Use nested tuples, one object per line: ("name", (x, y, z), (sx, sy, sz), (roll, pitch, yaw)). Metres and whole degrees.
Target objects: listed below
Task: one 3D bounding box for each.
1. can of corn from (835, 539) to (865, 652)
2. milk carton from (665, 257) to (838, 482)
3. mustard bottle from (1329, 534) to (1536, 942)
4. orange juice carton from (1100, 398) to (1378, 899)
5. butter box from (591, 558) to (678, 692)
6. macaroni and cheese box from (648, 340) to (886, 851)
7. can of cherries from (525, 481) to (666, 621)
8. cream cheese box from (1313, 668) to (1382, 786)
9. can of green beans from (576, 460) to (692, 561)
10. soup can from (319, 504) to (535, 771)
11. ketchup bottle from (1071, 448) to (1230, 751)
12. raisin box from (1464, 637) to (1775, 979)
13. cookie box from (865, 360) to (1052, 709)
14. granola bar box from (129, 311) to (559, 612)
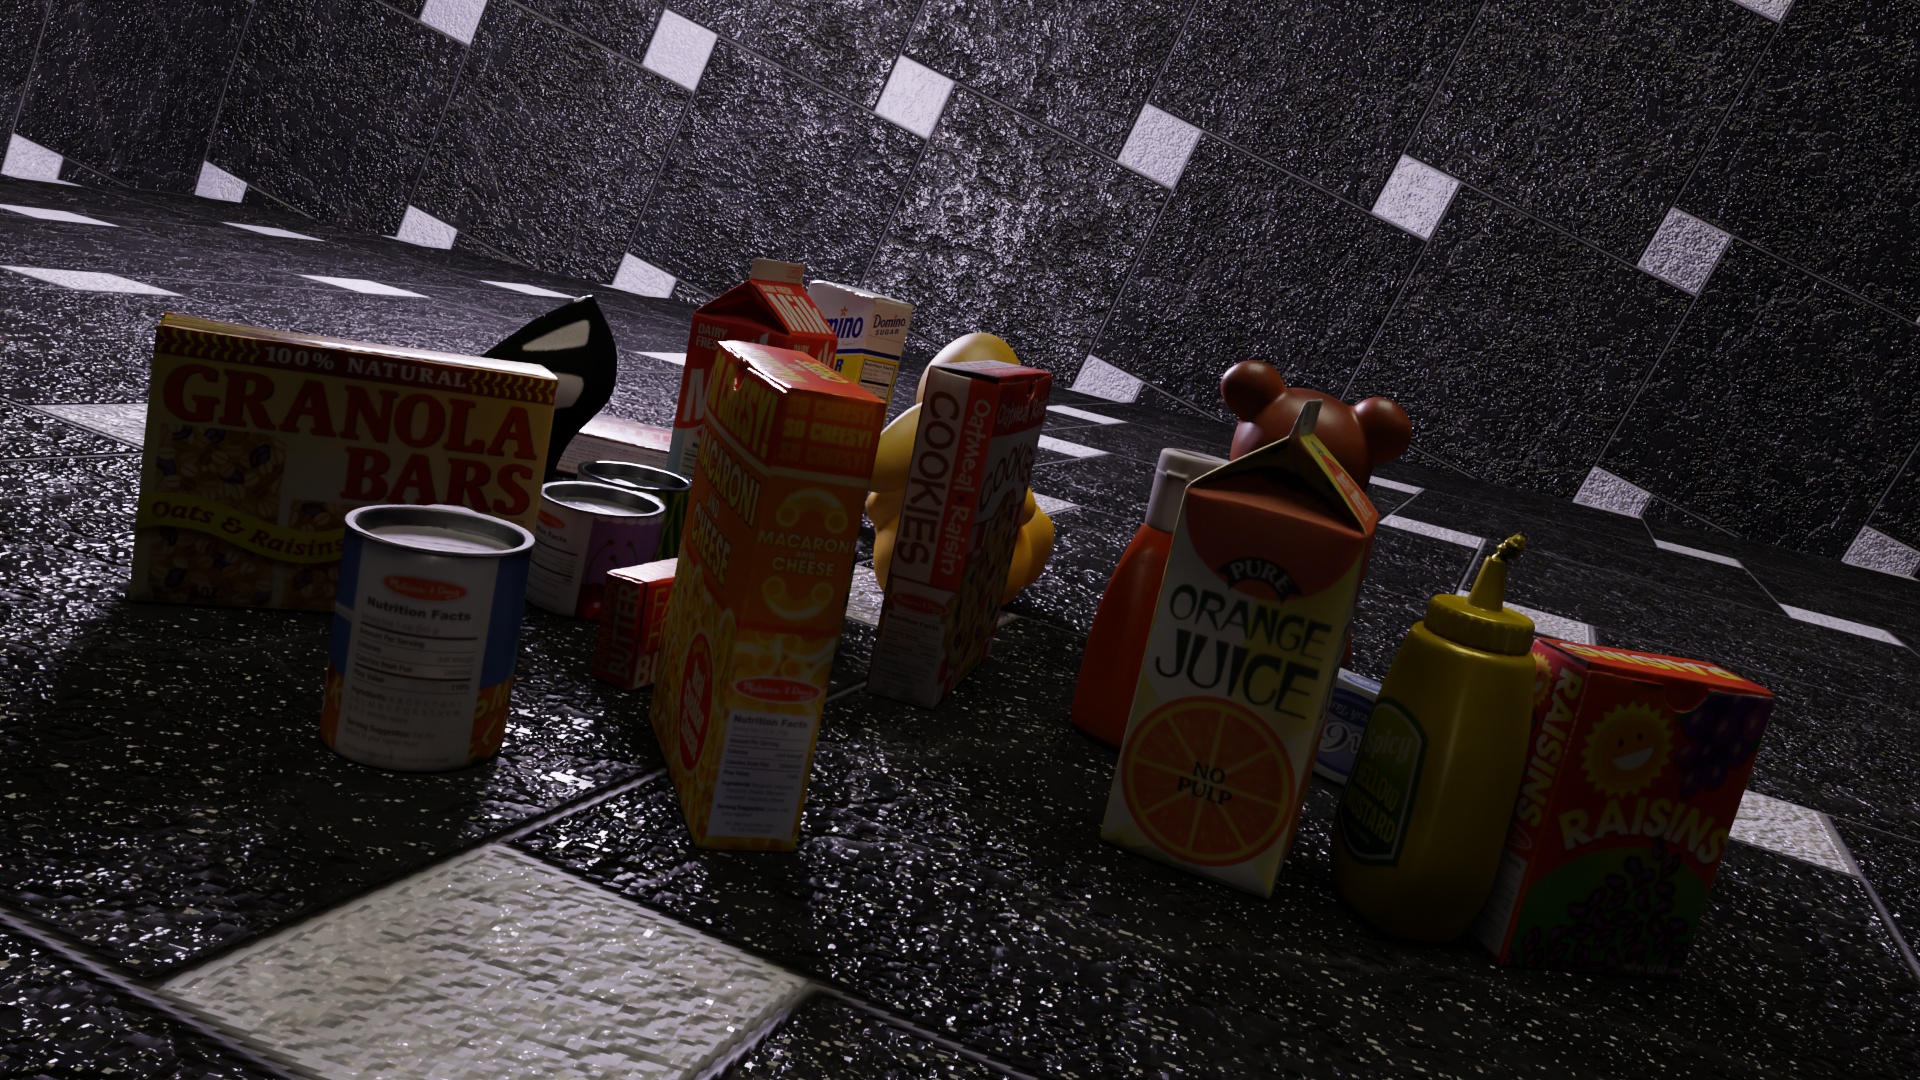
("can of corn", (-0.089, 0.026, 0.738), (0.071, 0.058, 0.071), (12, 11, -2))
("milk carton", (-0.135, -0.088, 0.906), (0.073, 0.190, 0.072), (16, 11, 18))
("mustard bottle", (0.189, 0.073, 0.541), (0.049, 0.159, 0.065), (9, 11, -16))
("orange juice carton", (0.120, 0.036, 0.566), (0.073, 0.192, 0.072), (16, 11, 18))
("butter box", (-0.130, 0.035, 0.662), (0.024, 0.053, 0.104), (17, 12, 24))
("macaroni and cheese box", (-0.079, 0.015, 0.529), (0.040, 0.166, 0.124), (8, 12, -22))
("can of cherries", (-0.191, 0.005, 0.731), (0.071, 0.058, 0.071), (12, 11, -2))
("cream cheese box", (0.201, 0.097, 0.702), (0.104, 0.053, 0.024), (22, 15, 41))
("can of green beans", (-0.193, -0.010, 0.806), (0.071, 0.057, 0.071), (12, 11, -2))
("soup can", (-0.199, 0.034, 0.519), (0.071, 0.083, 0.071), (12, 11, -2))
("ketchup bottle", (0.099, 0.030, 0.682), (0.065, 0.148, 0.043), (19, 13, 33))
("raisin box", (0.253, 0.105, 0.543), (0.086, 0.123, 0.040), (9, 11, -14))
("cookie box", (0.003, -0.009, 0.726), (0.040, 0.167, 0.123), (15, 11, 12))
("granola bar box", (-0.282, -0.030, 0.642), (0.166, 0.124, 0.039), (6, 12, -28))
